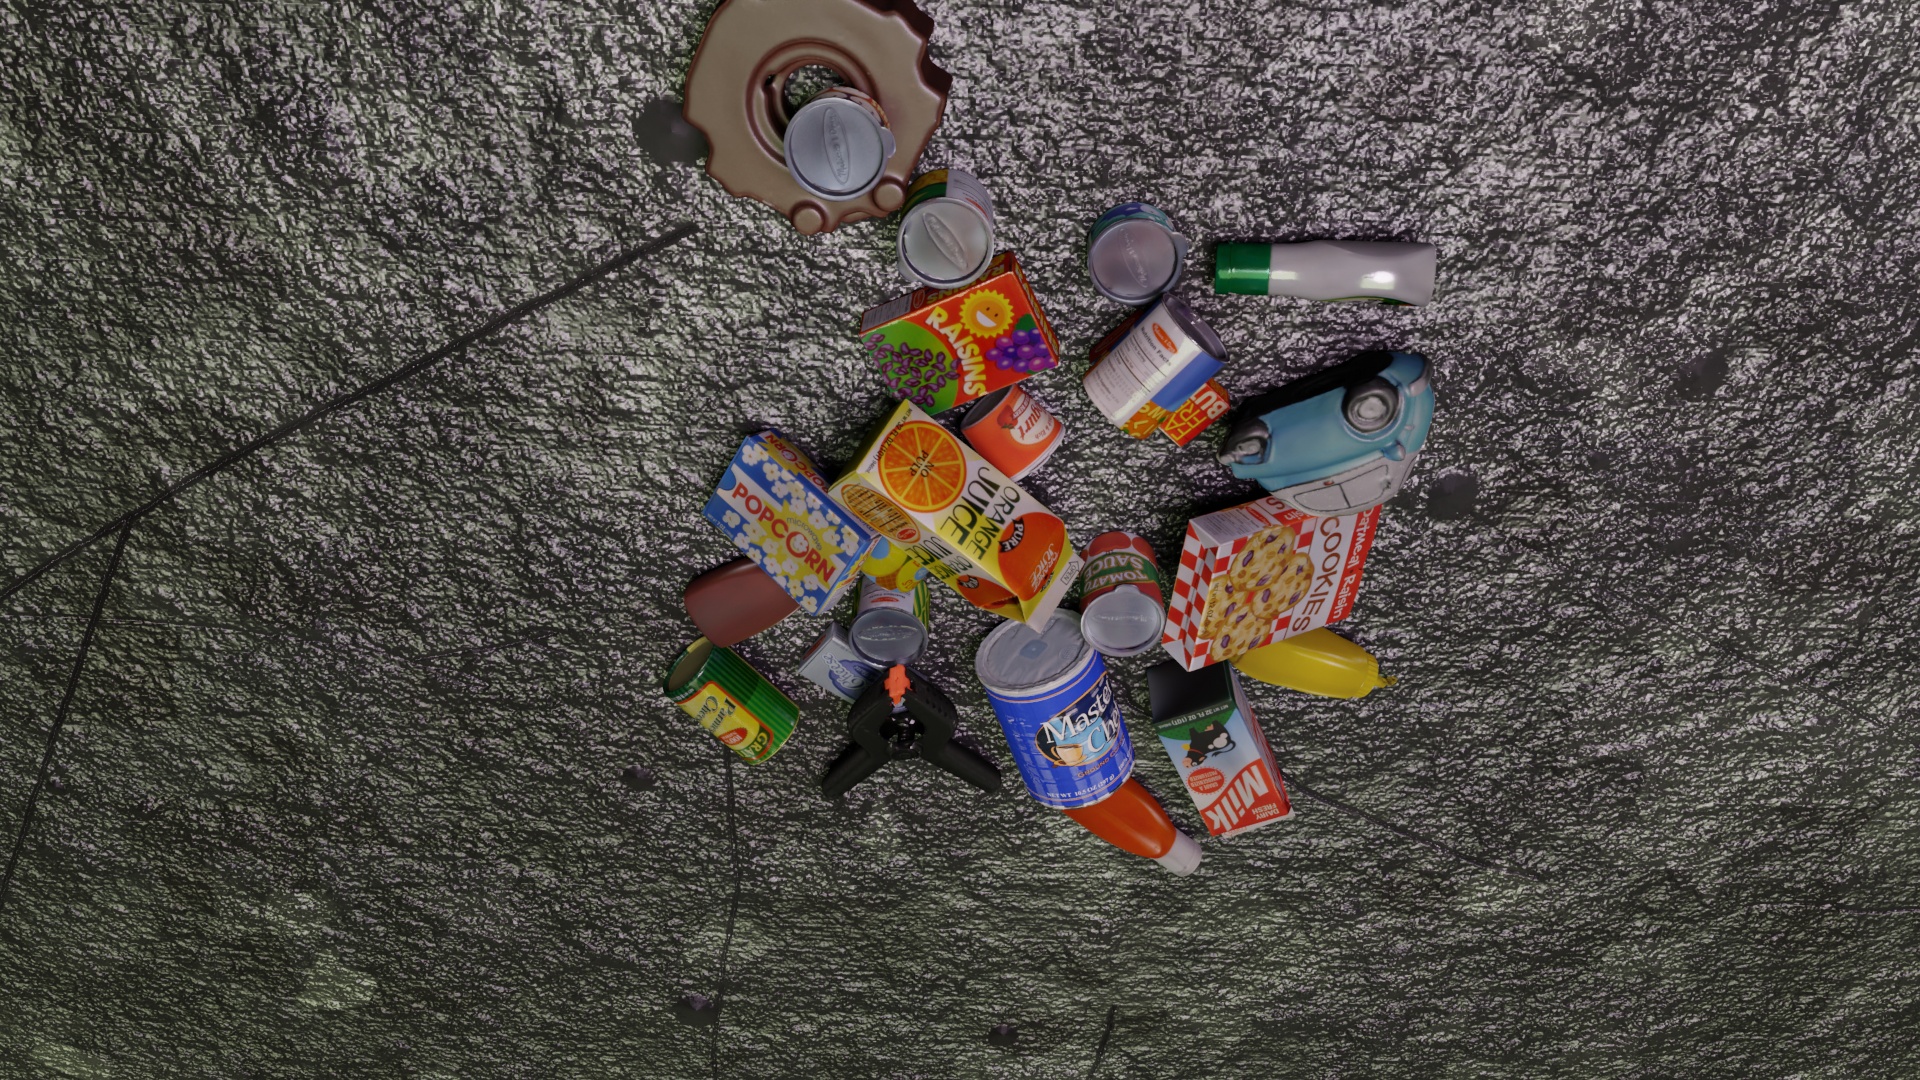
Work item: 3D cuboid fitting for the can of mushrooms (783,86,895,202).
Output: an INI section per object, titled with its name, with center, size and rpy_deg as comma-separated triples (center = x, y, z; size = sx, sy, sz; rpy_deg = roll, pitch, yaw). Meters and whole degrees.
[can of mushrooms]
center = -0.075, -0.253, 0.885
size = 0.071, 0.033, 0.070
rpy_deg = 1, 121, 2

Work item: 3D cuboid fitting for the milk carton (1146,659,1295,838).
[milk carton]
center = 0.232, 0.191, 1.221
size = 0.072, 0.074, 0.190
rpy_deg = -21, 121, 16

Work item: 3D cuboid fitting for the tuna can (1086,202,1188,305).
[tuna can]
center = 0.124, -0.203, 0.980
size = 0.071, 0.033, 0.070
rpy_deg = 1, 125, 1

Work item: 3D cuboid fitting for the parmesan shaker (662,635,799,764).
[parmesan shaker]
center = -0.201, 0.139, 1.206
size = 0.071, 0.072, 0.103
rpy_deg = -35, 116, 23

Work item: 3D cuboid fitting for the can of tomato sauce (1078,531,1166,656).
[can of tomato sauce]
center = 0.128, 0.040, 1.115
size = 0.071, 0.083, 0.070
rpy_deg = 1, 124, 1

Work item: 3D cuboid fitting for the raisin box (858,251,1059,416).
[raisin box]
center = 0.000, -0.147, 1.019
size = 0.123, 0.040, 0.085
rpy_deg = -20, 121, 16

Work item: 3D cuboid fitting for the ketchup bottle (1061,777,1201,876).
[ketchup bottle]
center = 0.162, 0.262, 1.290
size = 0.148, 0.044, 0.064
rpy_deg = 38, 119, -22

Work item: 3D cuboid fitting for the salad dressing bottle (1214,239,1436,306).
[salad dressing bottle]
center = 0.253, -0.188, 0.972
size = 0.148, 0.064, 0.044
rpy_deg = 4, 106, 9

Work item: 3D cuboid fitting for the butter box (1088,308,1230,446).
[butter box]
center = 0.150, -0.121, 1.041
size = 0.103, 0.024, 0.053
rpy_deg = 39, 118, -22

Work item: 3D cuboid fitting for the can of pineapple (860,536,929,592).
[can of pineapple]
center = -0.045, 0.001, 1.104
size = 0.071, 0.071, 0.057
rpy_deg = 31, 121, -18

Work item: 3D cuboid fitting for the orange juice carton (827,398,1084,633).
[orange juice carton]
center = 0.004, -0.013, 1.039
size = 0.192, 0.072, 0.073
rpy_deg = 37, 158, -12

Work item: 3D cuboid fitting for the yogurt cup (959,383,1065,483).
[yogurt cup]
center = 0.037, -0.083, 1.048
size = 0.072, 0.073, 0.054
rpy_deg = -35, 108, 23

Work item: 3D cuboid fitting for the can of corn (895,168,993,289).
[can of corn]
center = -0.012, -0.215, 0.961
size = 0.071, 0.058, 0.070
rpy_deg = 1, 125, 1

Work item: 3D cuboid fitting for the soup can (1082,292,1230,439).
[soup can]
center = 0.139, -0.123, 0.986
size = 0.071, 0.072, 0.083
rpy_deg = 35, 118, -20

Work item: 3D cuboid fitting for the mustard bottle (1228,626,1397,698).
[mustard bottle]
center = 0.298, 0.101, 1.165
size = 0.160, 0.065, 0.048
rpy_deg = 19, 119, -15

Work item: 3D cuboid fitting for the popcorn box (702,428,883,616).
[popcorn box]
center = -0.130, -0.014, 1.082
size = 0.127, 0.038, 0.085
rpy_deg = 42, 121, 10

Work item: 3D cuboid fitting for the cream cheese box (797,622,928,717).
[cream cheese box]
center = -0.084, 0.118, 1.211
size = 0.104, 0.024, 0.053
rpy_deg = 33, 121, -19

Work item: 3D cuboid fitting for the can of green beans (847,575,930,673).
[can of green beans]
center = -0.059, 0.064, 1.154
size = 0.071, 0.058, 0.071
rpy_deg = 1, 124, 1

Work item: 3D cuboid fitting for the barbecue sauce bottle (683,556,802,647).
[barbecue sauce bottle]
center = -0.151, 0.035, 1.147
size = 0.148, 0.044, 0.064
rpy_deg = -24, 118, 16

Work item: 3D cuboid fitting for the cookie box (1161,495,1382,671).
[cookie box]
center = 0.244, 0.024, 1.079
size = 0.168, 0.040, 0.122
rpy_deg = -15, 130, -27
